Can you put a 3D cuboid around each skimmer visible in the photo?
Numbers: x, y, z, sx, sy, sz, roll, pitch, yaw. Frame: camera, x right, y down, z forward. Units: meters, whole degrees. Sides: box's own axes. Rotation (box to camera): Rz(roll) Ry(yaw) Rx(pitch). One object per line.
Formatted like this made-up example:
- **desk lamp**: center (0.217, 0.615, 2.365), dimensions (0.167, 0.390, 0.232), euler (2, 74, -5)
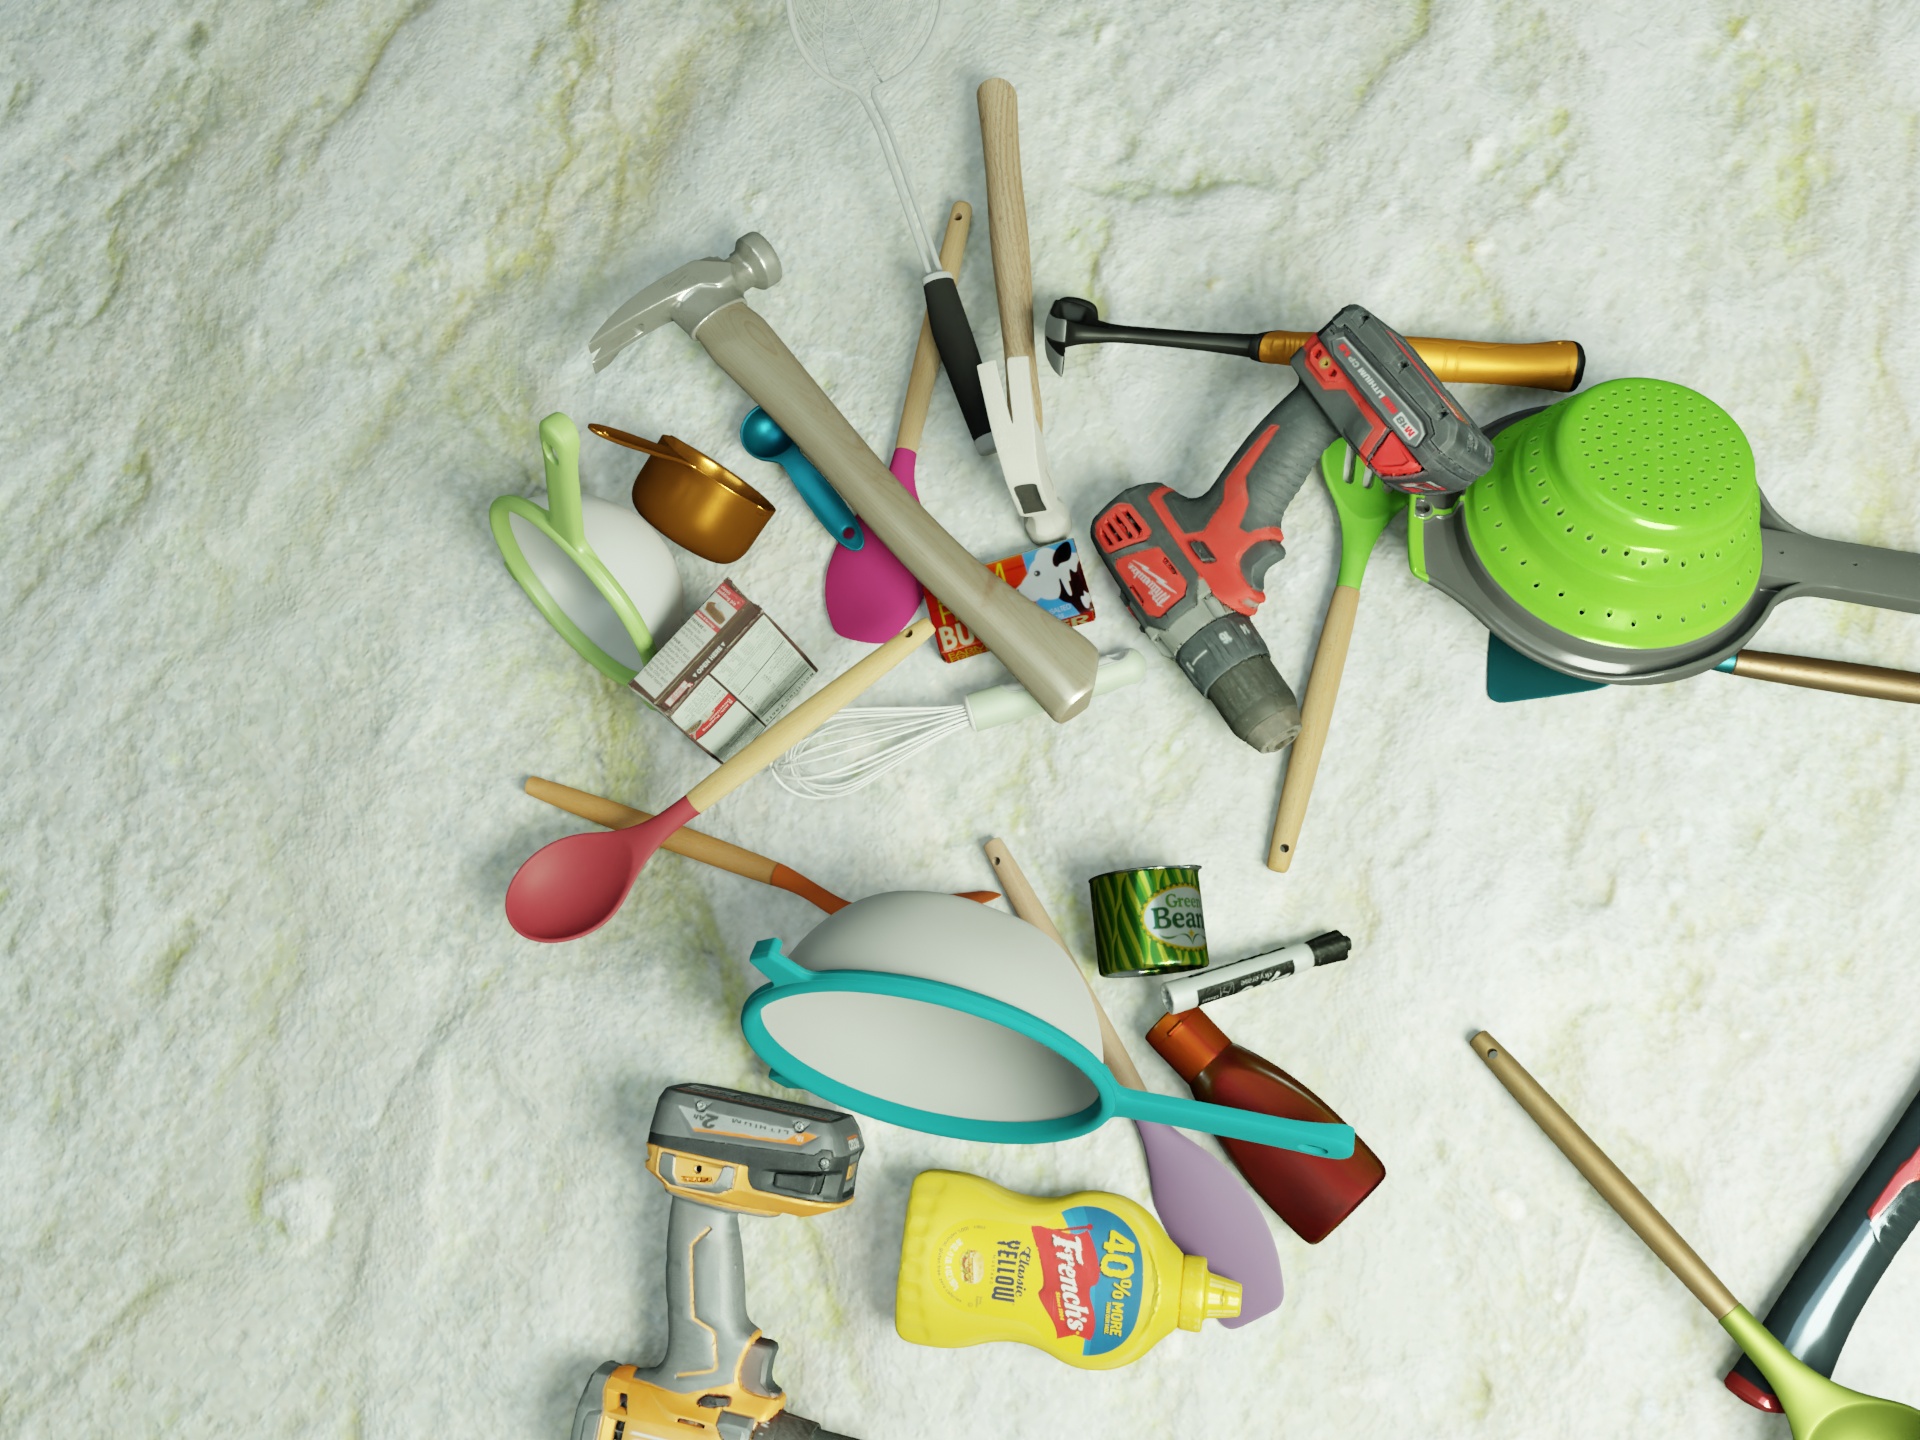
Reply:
- **skimmer**: center (-0.021, -0.357, 1.037), dimensions (0.127, 0.090, 0.363), euler (-16, 86, -34)

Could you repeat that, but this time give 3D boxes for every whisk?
- **whisk**: center (-0.002, -0.003, 1.001), dimensions (0.246, 0.058, 0.059), euler (-16, 109, 0)

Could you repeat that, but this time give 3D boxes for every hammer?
- **hammer**: center (-0.068, -0.148, 1.018), dimensions (0.146, 0.038, 0.411), euler (-37, 72, -17)
- **hammer**: center (0.034, -0.287, 1.042), dimensions (0.031, 0.130, 0.332), euler (-9, 67, 12)
- **hammer**: center (0.528, 0.206, 0.873), dimensions (0.143, 0.038, 0.386), euler (37, 84, 16)
- **hammer**: center (0.221, -0.233, 1.002), dimensions (0.337, 0.127, 0.034), euler (5, 113, 4)

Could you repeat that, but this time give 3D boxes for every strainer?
- **strainer**: center (-0.217, -0.118, 0.966), dimensions (0.151, 0.256, 0.069), euler (42, 65, 11)
- **strainer**: center (0.053, 0.168, 0.889), dimensions (0.340, 0.210, 0.095), euler (11, 58, 4)

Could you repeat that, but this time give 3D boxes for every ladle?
- **ladle**: center (0.384, 0.289, 0.838), dimensions (0.078, 0.062, 0.320), euler (-42, 61, 5)
- **ladle**: center (-0.144, 0.034, 0.976), dimensions (0.315, 0.031, 0.069), euler (-37, 63, 2)

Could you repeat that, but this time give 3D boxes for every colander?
- **colander**: center (0.467, -0.116, 0.916), dimensions (0.397, 0.094, 0.205), euler (10, 62, 5)

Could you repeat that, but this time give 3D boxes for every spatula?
- **spatula**: center (0.096, 0.205, 0.944), dimensions (0.059, 0.018, 0.316), euler (-38, 71, 24)
- **spatula**: center (-0.134, 0.080, 0.998), dimensions (0.323, 0.081, 0.041), euler (17, 95, 17)
- **spatula**: center (0.482, -0.030, 0.949), dimensions (0.317, 0.044, 0.082), euler (9, 77, 6)

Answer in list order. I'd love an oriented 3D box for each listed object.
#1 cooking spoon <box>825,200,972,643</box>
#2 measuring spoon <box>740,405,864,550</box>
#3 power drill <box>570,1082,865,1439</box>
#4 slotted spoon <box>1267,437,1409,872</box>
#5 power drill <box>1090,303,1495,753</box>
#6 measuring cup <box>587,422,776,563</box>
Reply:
- **cooking spoon**: center (-0.032, -0.204, 1.068), dimensions (0.069, 0.017, 0.319), euler (10, 78, 10)
- **measuring spoon**: center (-0.101, -0.160, 1.065), dimensions (0.042, 0.021, 0.129), euler (-37, 74, 1)
- **power drill**: center (-0.113, 0.338, 0.914), dimensions (0.185, 0.084, 0.226), euler (9, 82, 10)
- **slotted spoon**: center (0.233, -0.058, 0.989), dimensions (0.070, 0.031, 0.314), euler (15, 81, 3)
- **power drill**: center (0.201, -0.109, 0.943), dimensions (0.226, 0.080, 0.188), euler (-41, 66, 25)
- **measuring cup**: center (-0.188, -0.144, 0.998), dimensions (0.095, 0.173, 0.052), euler (39, 102, 23)
